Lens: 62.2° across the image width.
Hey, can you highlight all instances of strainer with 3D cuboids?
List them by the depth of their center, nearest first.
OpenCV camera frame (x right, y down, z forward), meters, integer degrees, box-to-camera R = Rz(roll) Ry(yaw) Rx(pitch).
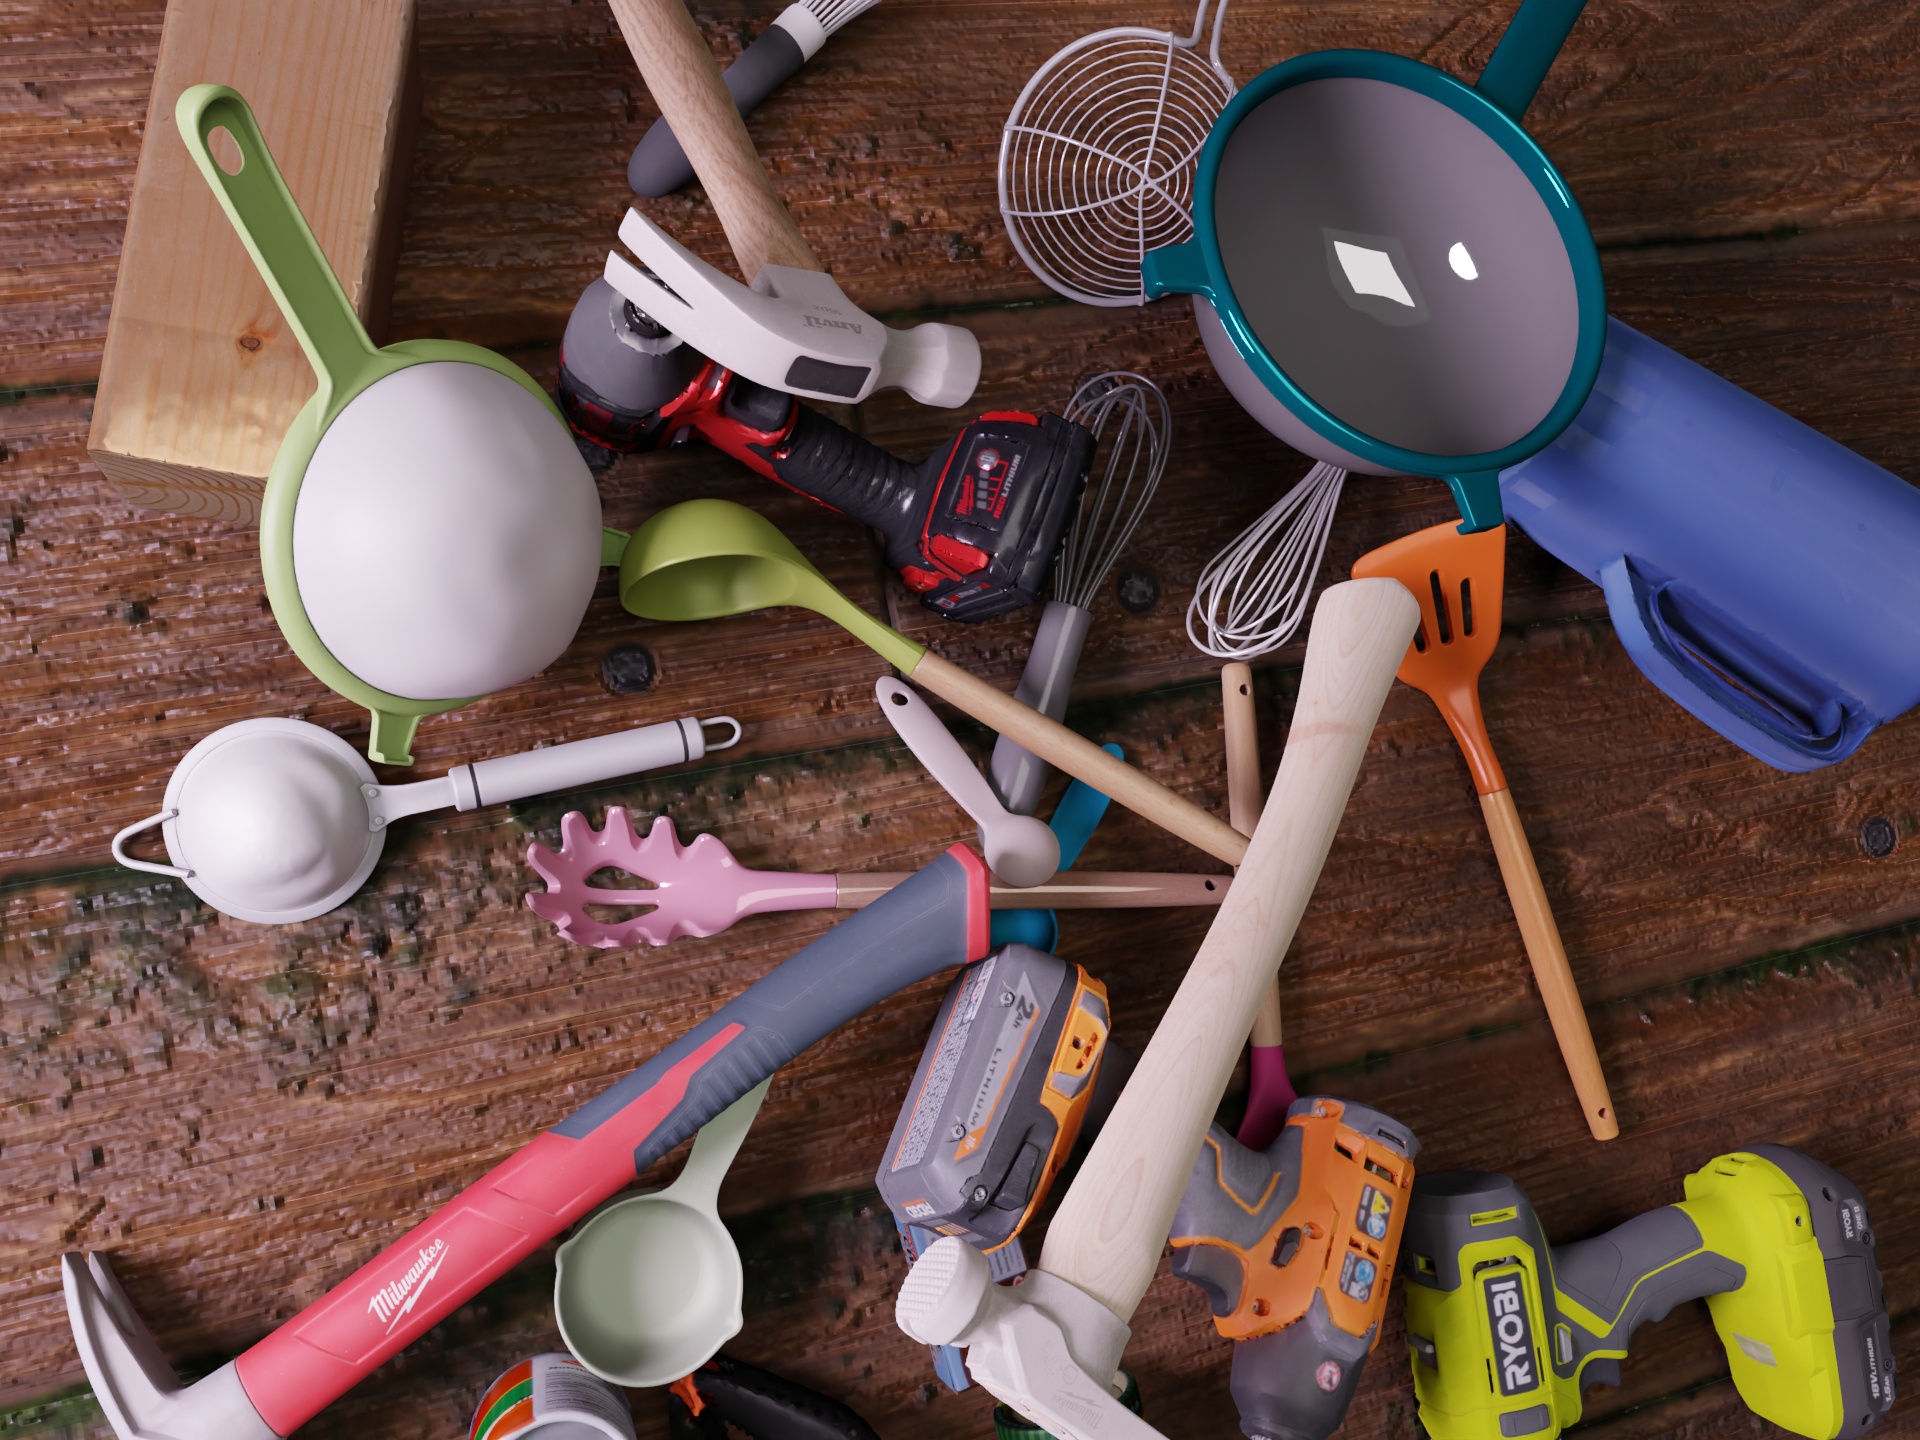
[{"bbox_3d":[-0.199,-0.108,0.587,0.151,0.069,0.256,-50,140,-32],"label":"strainer"},{"bbox_3d":[-0.216,0.029,0.666,0.258,0.050,0.087,-13,103,-20],"label":"strainer"},{"bbox_3d":[0.220,-0.247,0.775,0.211,0.095,0.340,35,66,-6],"label":"strainer"}]

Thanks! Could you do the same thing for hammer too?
[{"bbox_3d":[-0.154,0.159,0.634,0.386,0.038,0.143,-35,78,-12],"label":"hammer"},{"bbox_3d":[-0.109,-0.250,0.650,0.130,0.031,0.332,-1,51,-36],"label":"hammer"},{"bbox_3d":[0.126,0.102,0.671,0.146,0.038,0.411,38,60,-12],"label":"hammer"}]

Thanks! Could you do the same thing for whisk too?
[{"bbox_3d":[0.048,-0.052,0.749,0.055,0.055,0.239,19,83,-13],"label":"whisk"},{"bbox_3d":[-0.054,-0.345,0.750,0.070,0.070,0.284,43,79,-7],"label":"whisk"},{"bbox_3d":[0.187,-0.128,0.799,0.246,0.059,0.057,-55,136,-19],"label":"whisk"}]

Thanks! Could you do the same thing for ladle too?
[{"bbox_3d":[-0.001,-0.002,0.699,0.320,0.078,0.062,30,67,-6],"label":"ladle"}]

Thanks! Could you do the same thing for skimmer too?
[{"bbox_3d":[0.120,-0.380,0.816,0.127,0.090,0.363,27,66,-20],"label":"skimmer"}]

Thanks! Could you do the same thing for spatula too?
[{"bbox_3d":[0.279,0.059,0.802,0.081,0.041,0.322,-18,90,-1],"label":"spatula"}]

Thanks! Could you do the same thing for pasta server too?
[{"bbox_3d":[-0.027,0.073,0.702,0.316,0.040,0.060,1,68,-11],"label":"pasta server"}]

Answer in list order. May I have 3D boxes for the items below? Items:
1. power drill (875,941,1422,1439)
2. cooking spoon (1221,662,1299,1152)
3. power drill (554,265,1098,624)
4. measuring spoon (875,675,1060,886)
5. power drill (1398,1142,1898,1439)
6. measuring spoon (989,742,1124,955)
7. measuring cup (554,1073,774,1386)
[{"bbox_3d":[0.084,0.210,0.677,0.226,0.084,0.164,29,61,-11],"label":"power drill"},{"bbox_3d":[0.145,0.130,0.767,0.068,0.017,0.319,-2,84,-14],"label":"cooking spoon"},{"bbox_3d":[-0.063,-0.121,0.675,0.219,0.143,0.078,22,80,-15],"label":"power drill"},{"bbox_3d":[0.001,0.022,0.716,0.034,0.018,0.124,-29,69,-29],"label":"measuring spoon"},{"bbox_3d":[0.325,0.305,0.768,0.228,0.080,0.190,-6,85,-14],"label":"power drill"},{"bbox_3d":[0.043,0.065,0.750,0.042,0.021,0.129,31,67,2],"label":"measuring spoon"},{"bbox_3d":[-0.114,0.194,0.676,0.083,0.038,0.168,27,75,-11],"label":"measuring cup"}]
